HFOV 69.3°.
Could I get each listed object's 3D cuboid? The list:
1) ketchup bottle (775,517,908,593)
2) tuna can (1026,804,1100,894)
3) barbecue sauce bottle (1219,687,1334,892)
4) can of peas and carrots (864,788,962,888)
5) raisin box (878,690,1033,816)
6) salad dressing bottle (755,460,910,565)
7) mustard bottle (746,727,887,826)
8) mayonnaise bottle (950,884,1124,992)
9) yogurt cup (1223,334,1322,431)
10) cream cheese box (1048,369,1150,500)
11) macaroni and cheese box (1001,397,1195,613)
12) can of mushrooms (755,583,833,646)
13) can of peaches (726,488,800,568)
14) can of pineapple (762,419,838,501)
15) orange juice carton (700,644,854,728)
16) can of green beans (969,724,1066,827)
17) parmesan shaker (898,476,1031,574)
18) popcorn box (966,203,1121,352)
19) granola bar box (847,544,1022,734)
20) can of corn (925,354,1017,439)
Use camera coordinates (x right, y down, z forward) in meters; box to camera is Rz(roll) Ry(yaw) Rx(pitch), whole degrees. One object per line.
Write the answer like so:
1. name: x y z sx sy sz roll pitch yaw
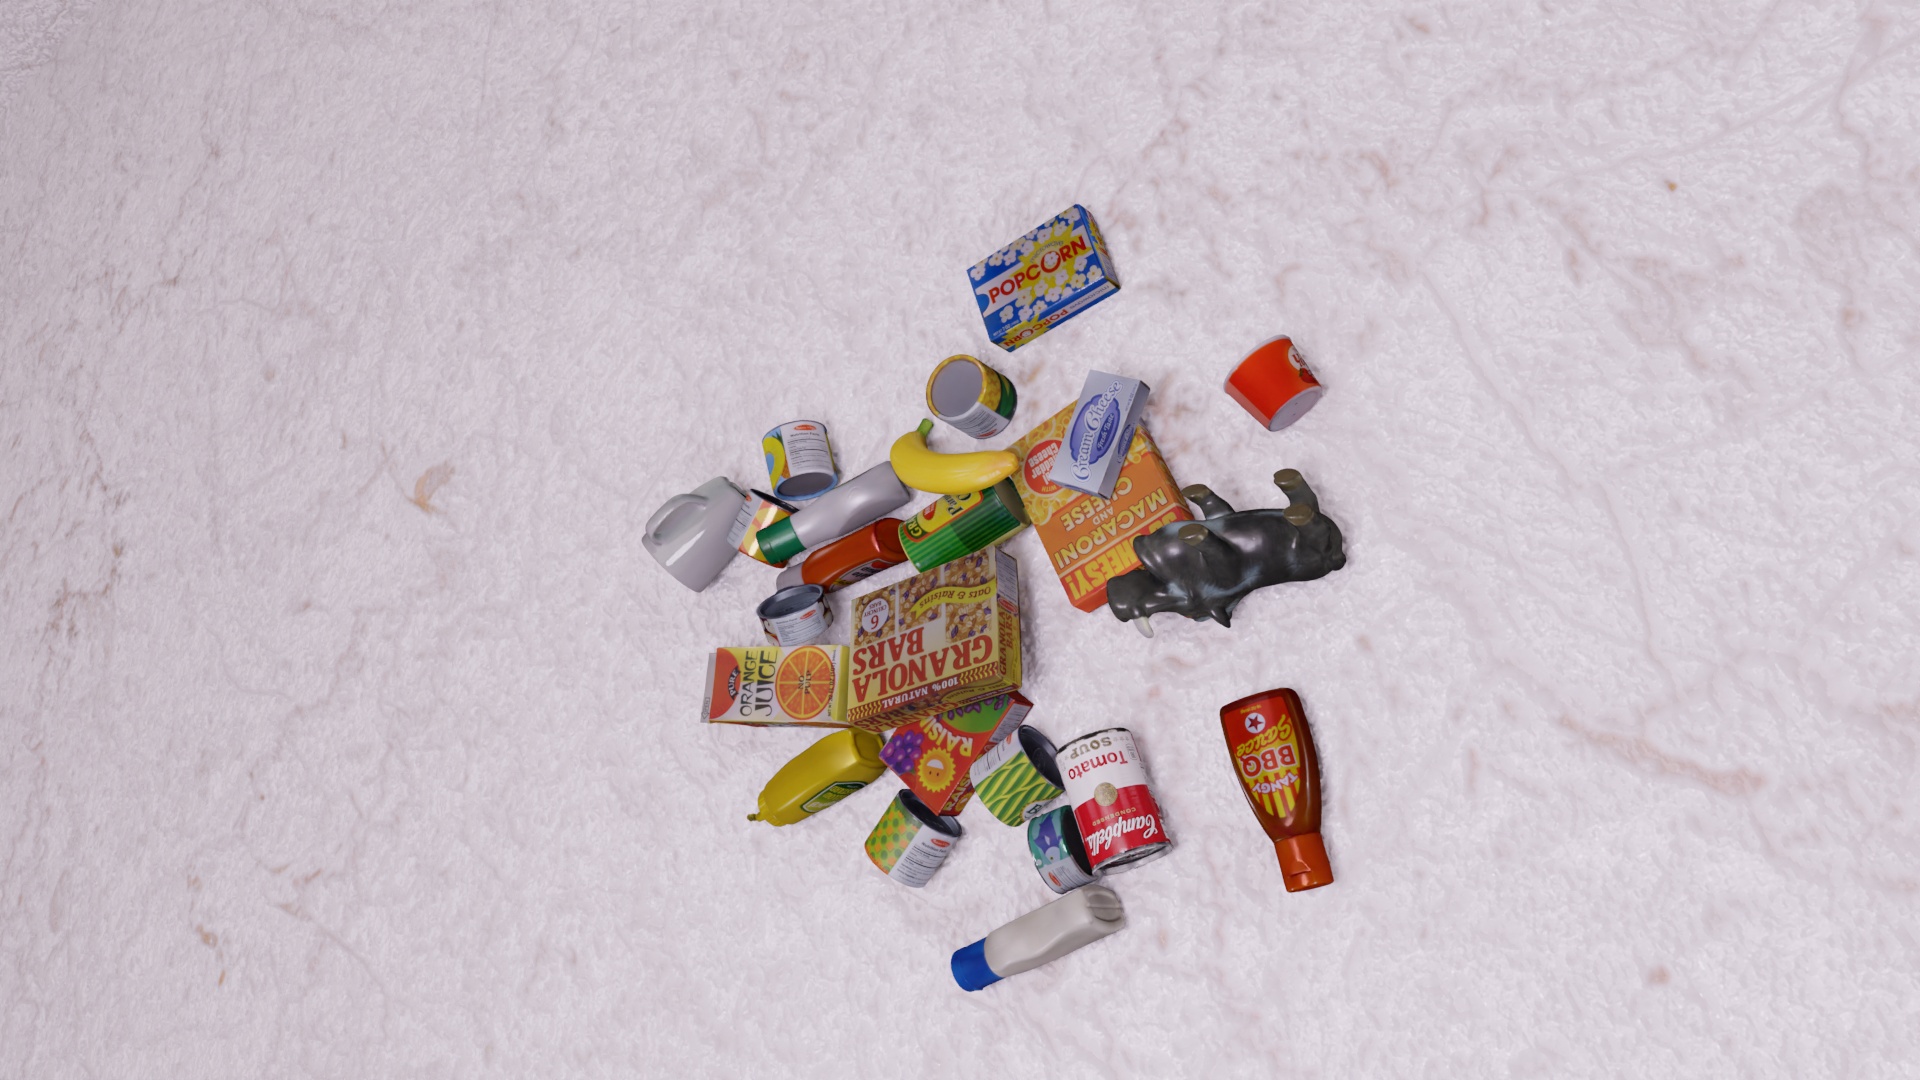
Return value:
1. ketchup bottle: -0.113 0.022 1.323 0.148 0.065 0.043 -24 76 35
2. tuna can: 0.085 0.250 1.134 0.032 0.071 0.071 -28 64 22
3. barbecue sauce bottle: 0.247 0.191 1.062 0.064 0.043 0.149 -22 67 25
4. can of peas and carrots: -0.043 0.258 1.212 0.071 0.071 0.058 39 99 33
5. raisin box: -0.005 0.169 1.227 0.086 0.040 0.123 38 99 33
6. salad dressing bottle: -0.122 -0.024 1.321 0.147 0.064 0.044 -27 79 3
7. mustard bottle: -0.140 0.227 1.284 0.159 0.065 0.049 -36 59 26
8. mayonnaise bottle: 0.058 0.326 1.134 0.147 0.065 0.041 -32 60 25
9. yogurt cup: 0.256 -0.126 1.130 0.072 0.072 0.054 -42 67 16
10. cream cheese box: 0.118 -0.090 1.181 0.053 0.024 0.104 18 85 35
11. macaroni and cheese box: 0.122 -0.039 1.204 0.123 0.040 0.167 -34 61 20
12. can of mushrooms: -0.154 0.069 1.297 0.071 0.071 0.033 -5 114 31
13. can of peaches: -0.189 -0.010 1.376 0.071 0.071 0.058 29 94 34
14. can of pineapple: -0.159 -0.077 1.375 0.071 0.071 0.058 -26 65 24
15. orange juice carton: -0.171 0.139 1.318 0.192 0.073 0.072 -4 76 32
16. can of green beans: 0.050 0.198 1.169 0.057 0.071 0.071 -41 60 17
17. parmesan shaker: 0.004 -0.016 1.257 0.103 0.071 0.071 -33 62 20
18. popcorn box: 0.077 -0.243 1.288 0.126 0.038 0.085 -27 65 23
19. granola bar box: -0.024 0.089 1.215 0.165 0.039 0.125 -22 54 32
20. can of corn: 0.009 -0.136 1.289 0.071 0.058 0.071 -9 73 30
